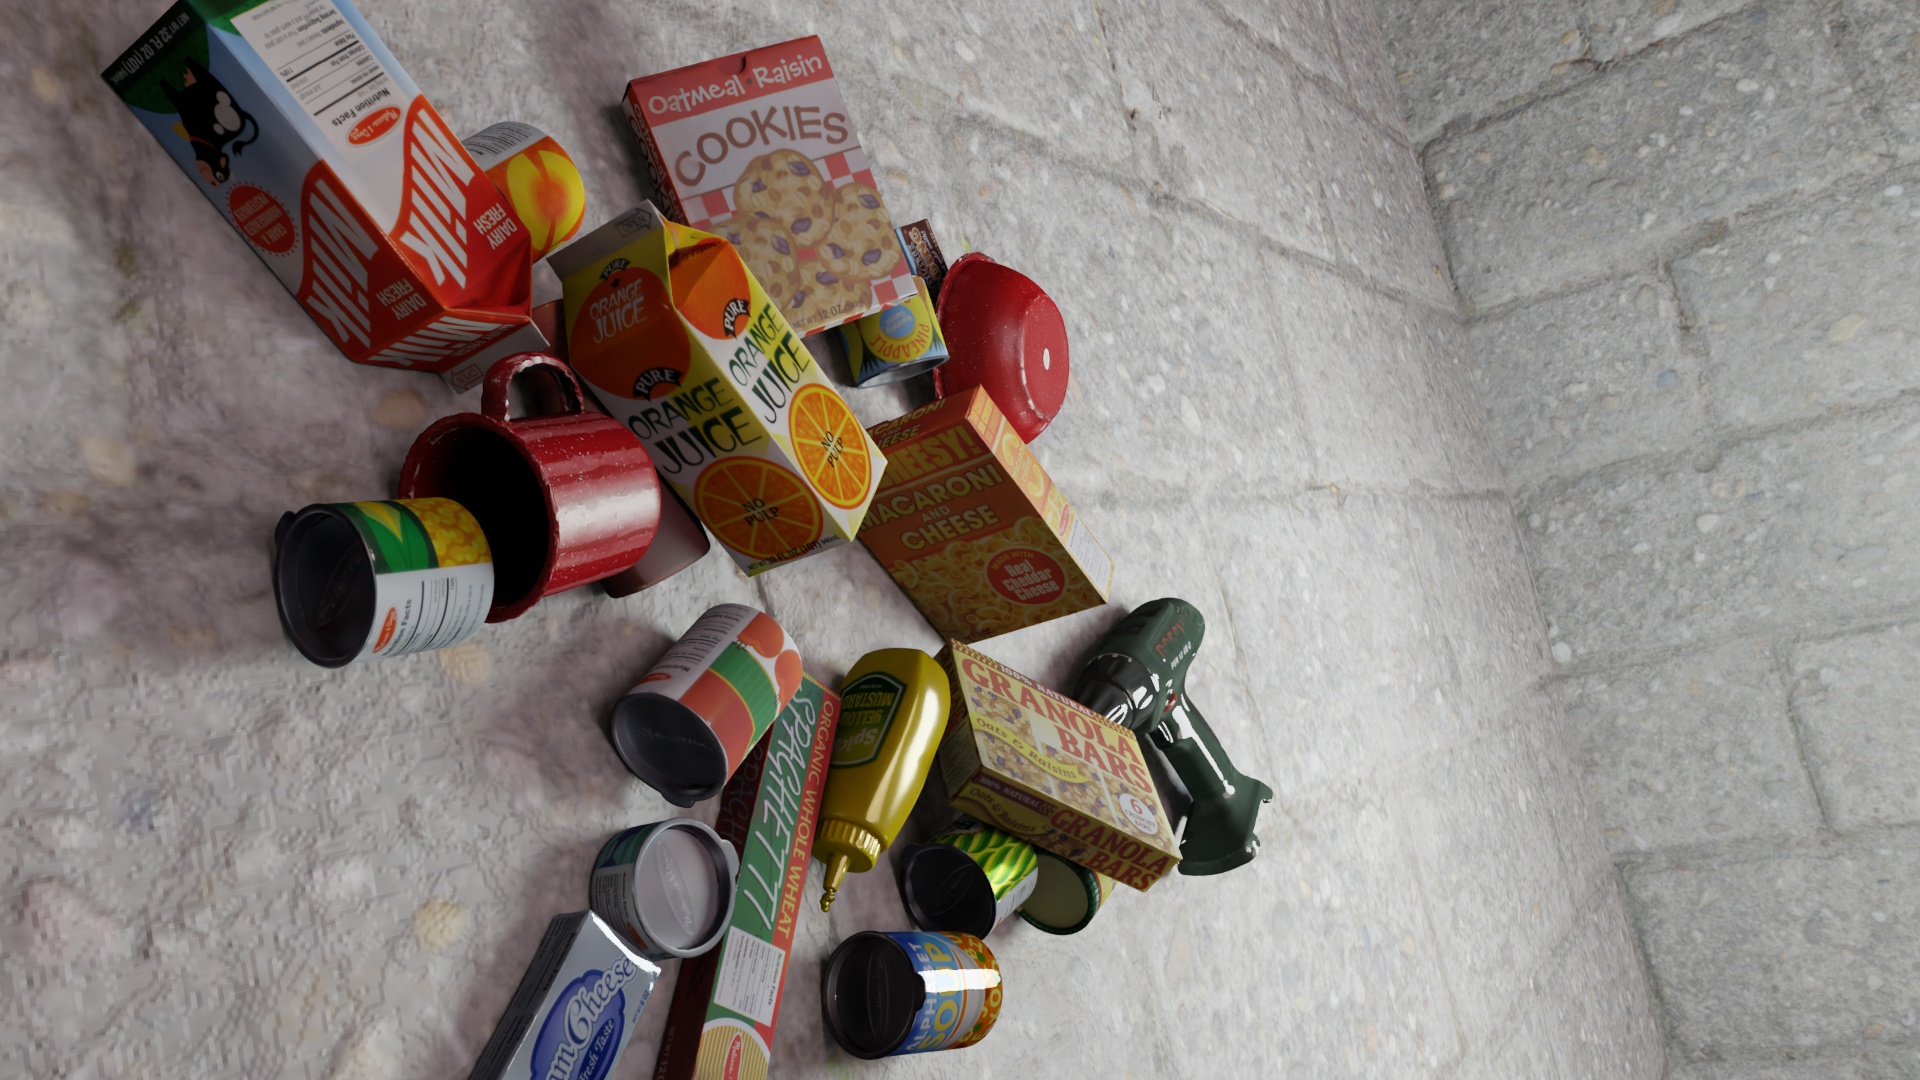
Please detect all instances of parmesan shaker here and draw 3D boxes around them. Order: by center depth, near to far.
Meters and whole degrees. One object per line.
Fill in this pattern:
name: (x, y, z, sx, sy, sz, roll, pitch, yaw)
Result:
parmesan shaker: (0.082, 0.218, 0.954, 0.103, 0.071, 0.071, -35, 105, -56)

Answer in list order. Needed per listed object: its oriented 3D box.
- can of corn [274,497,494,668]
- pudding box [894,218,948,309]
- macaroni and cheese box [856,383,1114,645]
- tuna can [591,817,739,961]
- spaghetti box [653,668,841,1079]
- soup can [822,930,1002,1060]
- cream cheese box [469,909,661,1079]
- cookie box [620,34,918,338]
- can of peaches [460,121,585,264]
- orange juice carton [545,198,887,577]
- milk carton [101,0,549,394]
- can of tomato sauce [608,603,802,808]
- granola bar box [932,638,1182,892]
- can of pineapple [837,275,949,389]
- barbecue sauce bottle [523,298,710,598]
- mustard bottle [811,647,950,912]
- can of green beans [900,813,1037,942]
can of corn: (-0.239, 0.014, 0.576, 0.058, 0.071, 0.071, -8, 82, -58)
pudding box: (-0.031, -0.187, 1.008, 0.050, 0.030, 0.083, -36, 106, -55)
macaroni and cheese box: (0.003, -0.011, 0.890, 0.166, 0.123, 0.040, 52, 35, -29)
tuna can: (-0.142, 0.168, 0.675, 0.071, 0.032, 0.071, 29, 53, -47)
spaghetti box: (-0.108, 0.182, 0.723, 0.050, 0.028, 0.251, 42, 44, -38)
soup can: (-0.023, 0.252, 0.776, 0.084, 0.071, 0.071, 20, 59, -51)
cream cheese box: (-0.176, 0.221, 0.609, 0.053, 0.024, 0.104, 51, 38, -27)
cookie box: (-0.113, -0.205, 0.833, 0.123, 0.040, 0.167, -24, 97, -24)
can of peaches: (-0.226, -0.162, 0.677, 0.071, 0.071, 0.058, 58, 35, -21)
orange juice carton: (-0.125, -0.079, 0.704, 0.192, 0.071, 0.073, 54, 33, -27)
milk carton: (-0.263, -0.150, 0.610, 0.190, 0.072, 0.074, 54, 37, -24)
can of tomato sauce: (-0.127, 0.082, 0.708, 0.071, 0.071, 0.083, 61, 34, -18)
granola bar box: (0.055, 0.145, 0.894, 0.165, 0.039, 0.125, 29, 24, -27)
can of pineapple: (-0.047, -0.139, 0.926, 0.071, 0.071, 0.058, -19, 90, -57)
barbecue sauce bottle: (-0.183, -0.048, 0.707, 0.065, 0.043, 0.148, -38, 107, -56)
mustard bottle: (-0.053, 0.137, 0.796, 0.048, 0.065, 0.161, 53, 41, -37)
can of green beans: (0.006, 0.205, 0.847, 0.058, 0.071, 0.071, -22, 94, -58)
